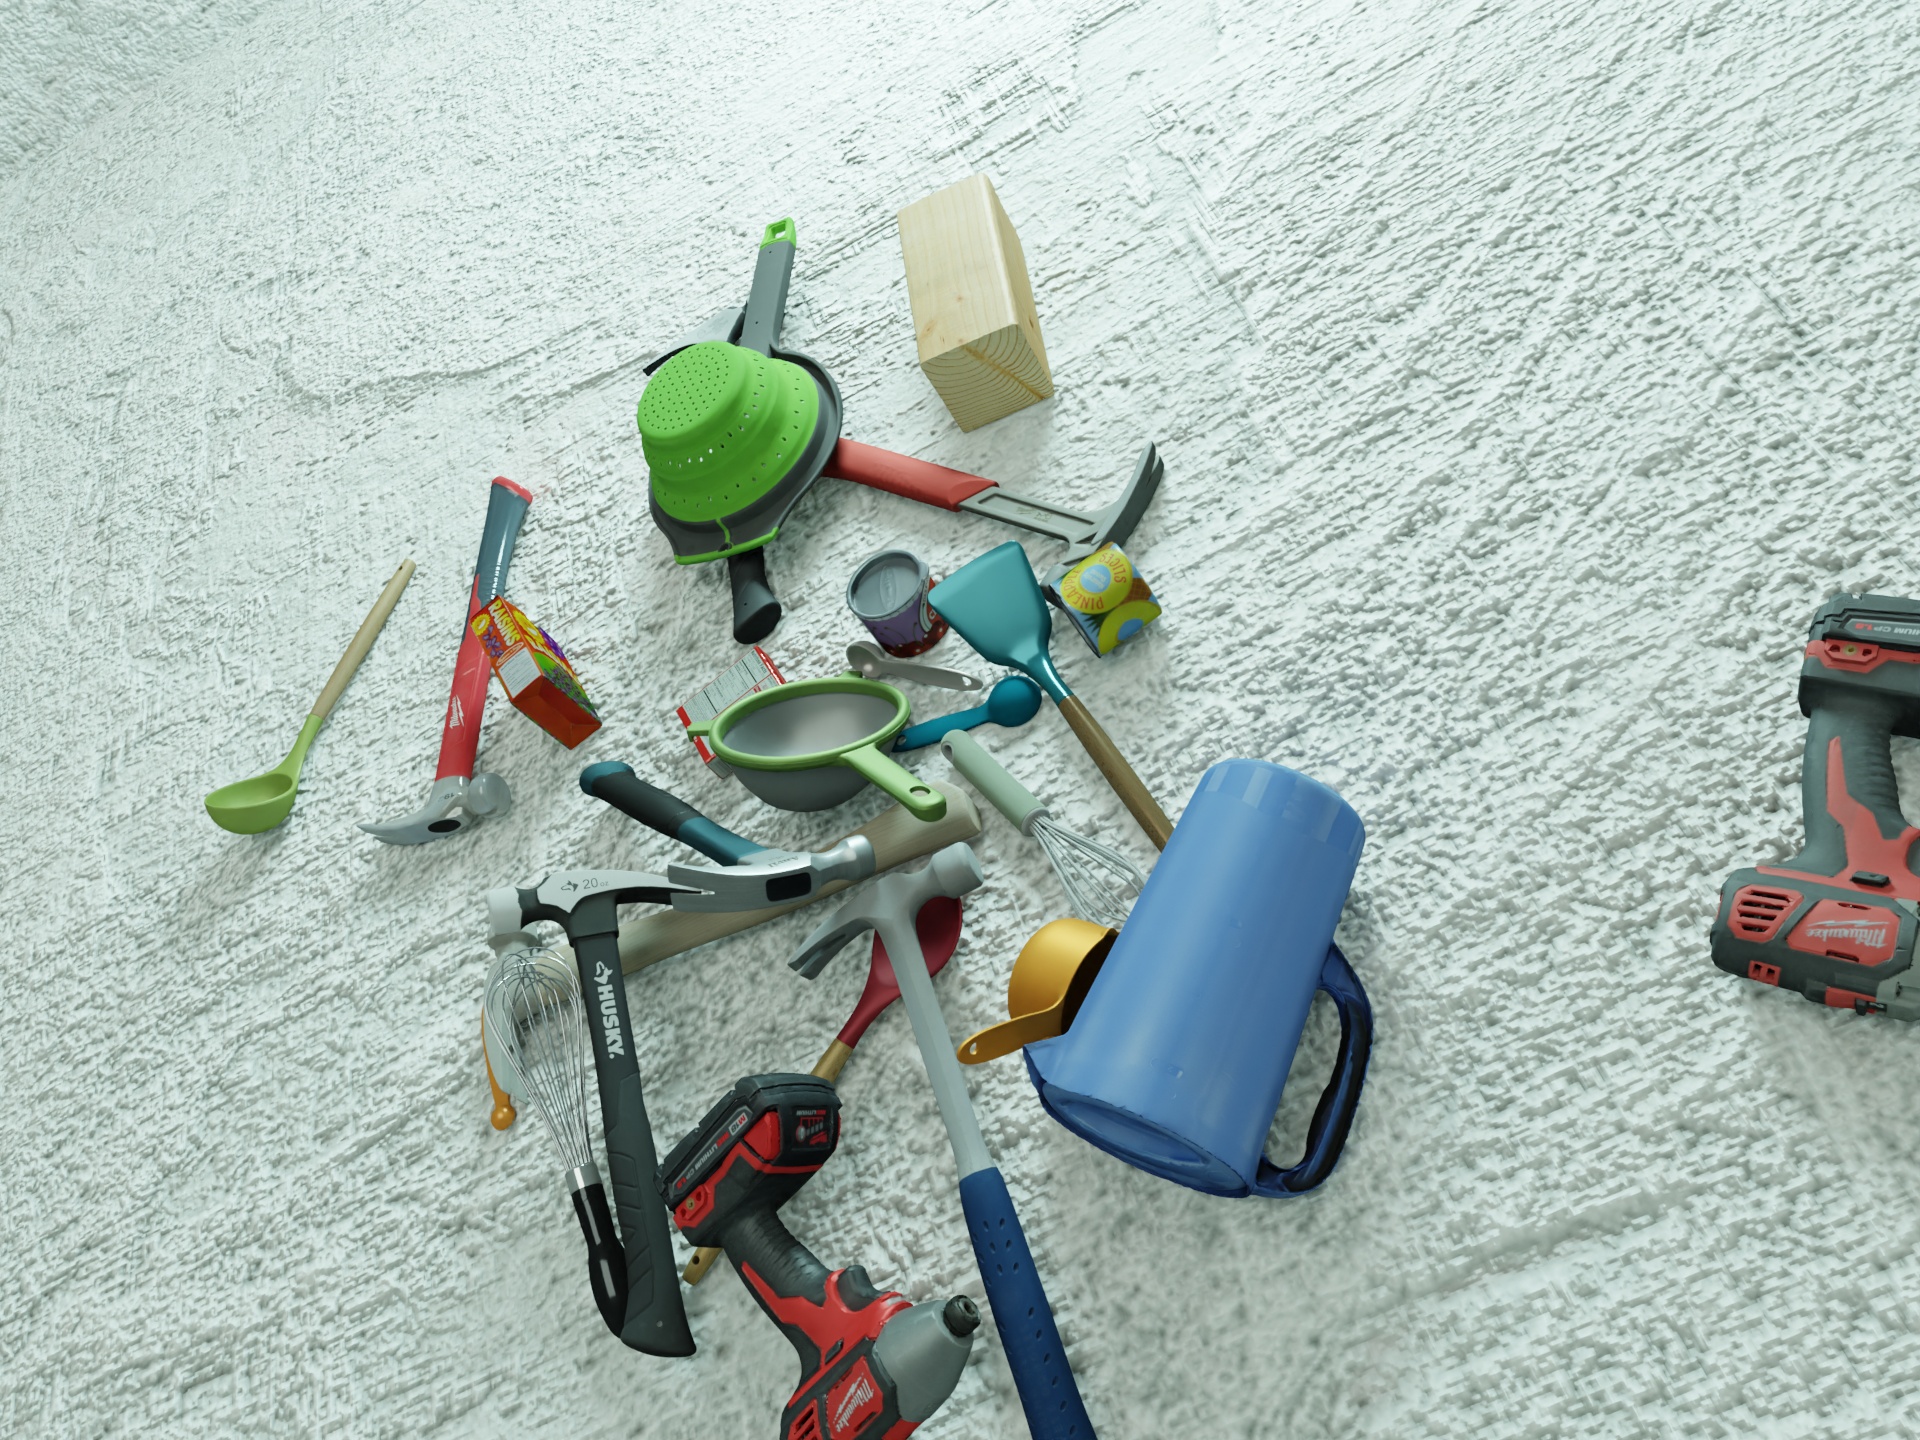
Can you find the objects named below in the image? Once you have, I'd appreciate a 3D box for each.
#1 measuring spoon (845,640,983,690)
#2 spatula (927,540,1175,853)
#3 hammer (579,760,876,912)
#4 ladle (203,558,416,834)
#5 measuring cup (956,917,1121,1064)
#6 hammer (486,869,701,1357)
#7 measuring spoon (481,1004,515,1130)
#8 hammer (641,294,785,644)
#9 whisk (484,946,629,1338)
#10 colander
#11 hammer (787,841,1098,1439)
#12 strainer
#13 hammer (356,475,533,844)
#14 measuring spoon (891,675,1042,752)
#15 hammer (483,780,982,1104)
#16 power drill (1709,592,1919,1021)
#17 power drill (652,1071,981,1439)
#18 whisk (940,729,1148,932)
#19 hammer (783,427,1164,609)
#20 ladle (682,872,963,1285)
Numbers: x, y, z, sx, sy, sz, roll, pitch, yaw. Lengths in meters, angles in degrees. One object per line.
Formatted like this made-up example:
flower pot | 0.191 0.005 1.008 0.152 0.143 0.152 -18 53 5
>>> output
measuring spoon | -0.034 -0.042 1.234 0.124 0.034 0.018 13 48 28
spatula | 0.084 0.000 1.119 0.082 0.044 0.318 -32 55 -3
hammer | -0.201 0.078 1.175 0.128 0.033 0.331 -15 19 -32
ladle | -0.607 -0.031 1.511 0.078 0.062 0.320 7 60 28
measuring cup | 0.041 0.173 0.967 0.052 0.173 0.095 16 107 40
hammer | -0.222 0.256 1.071 0.146 0.035 0.335 -8 64 -18
measuring spoon | -0.356 0.259 1.213 0.021 0.011 0.117 -28 51 9
hammer | -0.210 -0.231 1.445 0.149 0.036 0.409 -23 52 14
whisk | -0.270 0.287 1.098 0.070 0.070 0.285 -28 65 9
colander | -0.205 -0.329 1.418 0.204 0.094 0.397 -11 56 25
hammer | 0.003 0.272 0.977 0.144 0.035 0.406 -28 55 10
strainer | -0.080 0.042 1.147 0.151 0.069 0.257 -20 28 -27
hammer | -0.457 -0.066 1.465 0.143 0.038 0.387 -16 54 20
measuring spoon | -0.002 -0.004 1.191 0.128 0.021 0.042 -19 52 13
hammer | -0.173 0.150 1.173 0.410 0.038 0.146 -23 53 13
power drill | 0.521 0.054 0.844 0.188 0.080 0.227 12 68 33
power drill | -0.083 0.327 0.955 0.143 0.078 0.220 -47 57 16
whisk | 0.058 0.074 1.099 0.059 0.057 0.247 -18 40 -28
hammer | -0.010 -0.201 1.318 0.359 0.036 0.149 22 72 36
ladle | -0.093 0.241 1.077 0.069 0.031 0.315 25 75 37
